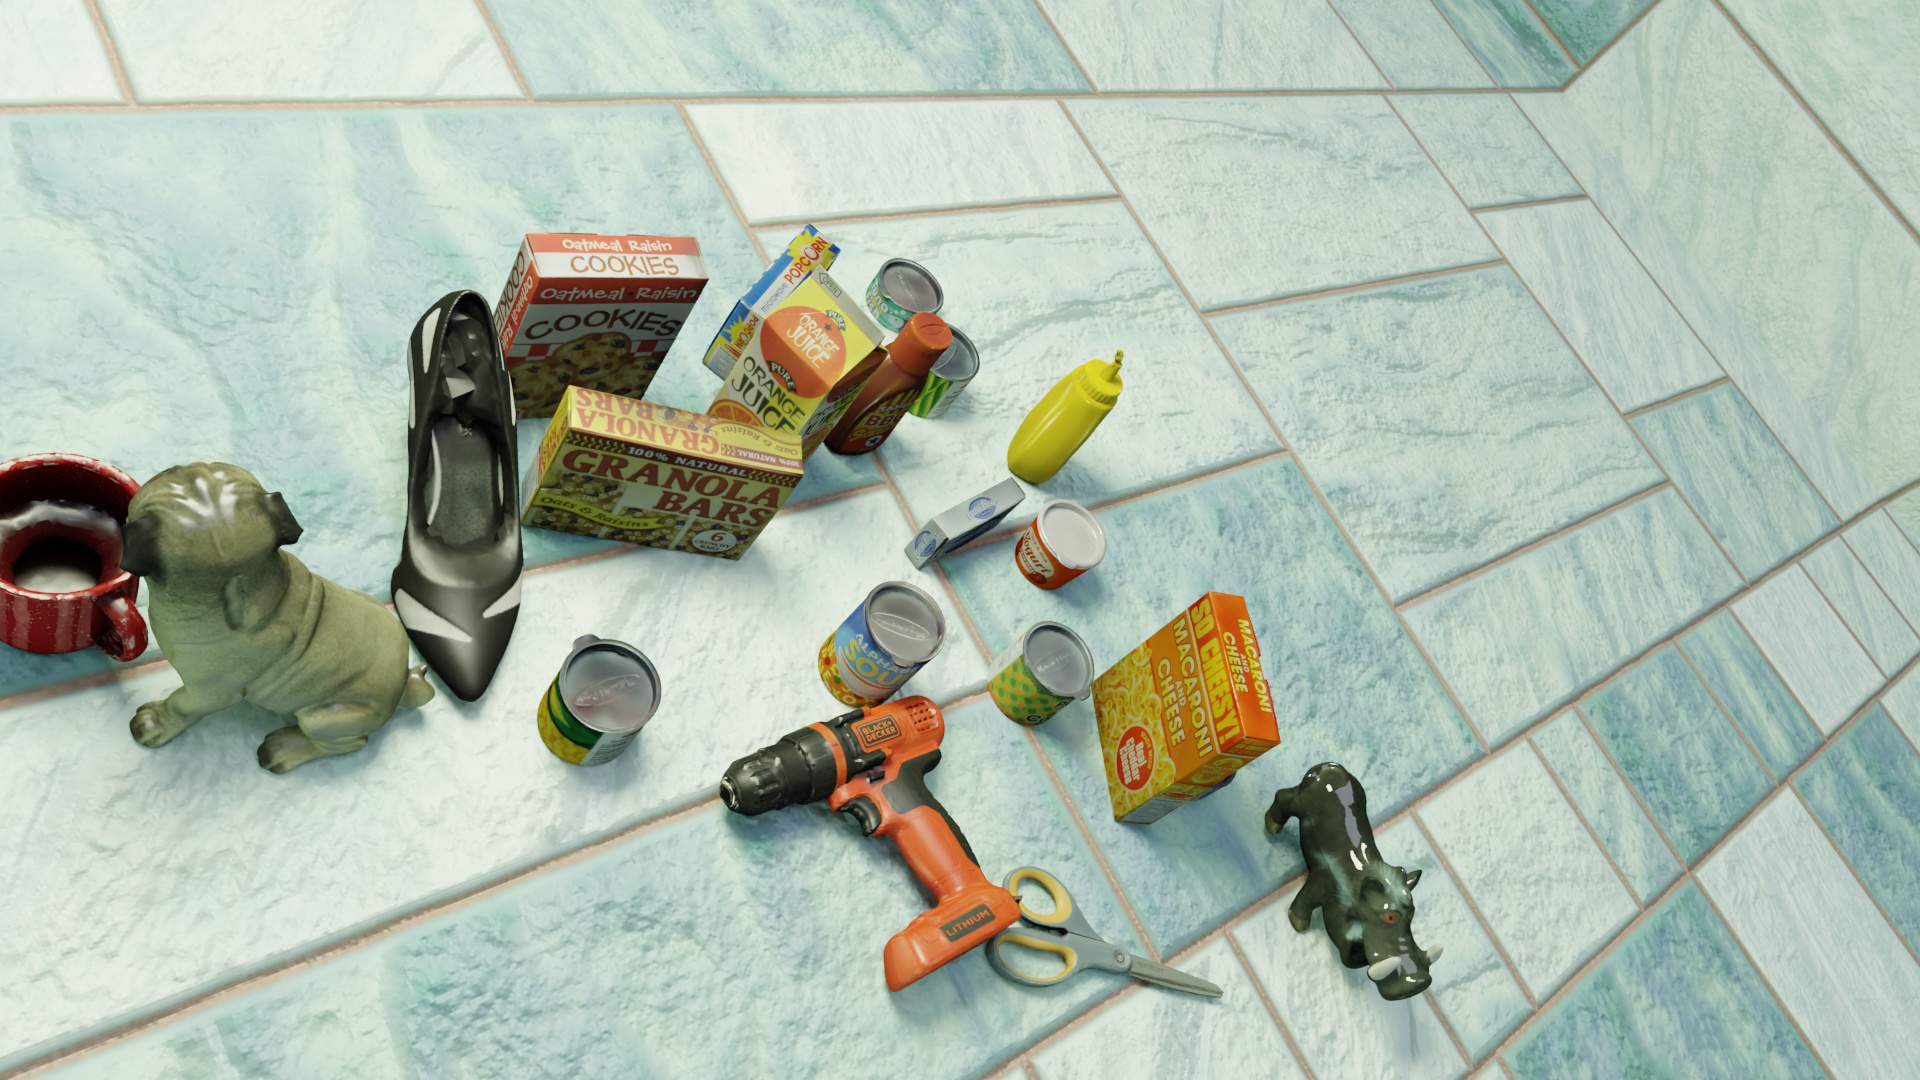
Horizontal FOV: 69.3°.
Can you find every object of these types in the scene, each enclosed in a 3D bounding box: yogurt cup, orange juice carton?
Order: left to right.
[{"bbox_3d":[-0.122,-0.122,1.045,0.072,0.191,0.073,47,46,3],"label":"orange juice carton"},{"bbox_3d":[0.083,0.006,1.188,0.072,0.053,0.073,18,51,-23],"label":"yogurt cup"}]

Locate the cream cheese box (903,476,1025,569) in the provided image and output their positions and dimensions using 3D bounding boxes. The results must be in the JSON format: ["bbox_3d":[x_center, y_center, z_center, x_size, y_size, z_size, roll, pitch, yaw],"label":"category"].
[{"bbox_3d":[0.004,-0.014,1.150,0.104,0.053,0.024,-29,78,-43],"label":"cream cheese box"}]

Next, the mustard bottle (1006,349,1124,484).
[{"bbox_3d":[0.098,-0.113,1.209,0.049,0.159,0.066,29,48,-14],"label":"mustard bottle"}]

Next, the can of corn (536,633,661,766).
[{"bbox_3d":[-0.236,0.104,0.901,0.071,0.058,0.071,18,51,-23],"label":"can of corn"}]

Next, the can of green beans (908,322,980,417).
[{"bbox_3d":[-0.025,-0.150,1.223,0.071,0.057,0.071,18,51,-23],"label":"can of green beans"}]

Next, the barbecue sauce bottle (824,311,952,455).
[{"bbox_3d":[-0.058,-0.126,1.122,0.065,0.147,0.044,-16,70,-40],"label":"barbecue sauce bottle"}]

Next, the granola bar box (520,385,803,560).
[{"bbox_3d":[-0.210,-0.042,0.976,0.166,0.123,0.039,11,54,-28],"label":"granola bar box"}]

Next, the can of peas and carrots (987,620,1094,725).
[{"bbox_3d":[0.065,0.108,1.101,0.071,0.058,0.071,18,51,-23],"label":"can of peas and carrots"}]

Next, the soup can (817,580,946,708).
[{"bbox_3d":[-0.059,0.080,1.020,0.071,0.083,0.072,18,51,-23],"label":"soup can"}]

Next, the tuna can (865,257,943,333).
[{"bbox_3d":[-0.053,-0.223,1.273,0.071,0.032,0.071,18,51,-23],"label":"tuna can"}]

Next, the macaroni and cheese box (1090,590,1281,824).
[{"bbox_3d":[0.171,0.132,1.080,0.040,0.165,0.124,11,54,-28],"label":"macaroni and cheese box"}]

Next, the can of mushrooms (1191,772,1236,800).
[{"bbox_3d":[0.193,0.178,1.154,0.071,0.033,0.071,18,51,-23],"label":"can of mushrooms"}]

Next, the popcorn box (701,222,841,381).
[{"bbox_3d":[-0.156,-0.195,1.148,0.038,0.084,0.127,36,46,-7],"label":"popcorn box"}]

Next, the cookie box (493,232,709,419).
[{"bbox_3d":[-0.267,-0.150,0.985,0.123,0.166,0.040,-8,65,-38],"label":"cookie box"}]
